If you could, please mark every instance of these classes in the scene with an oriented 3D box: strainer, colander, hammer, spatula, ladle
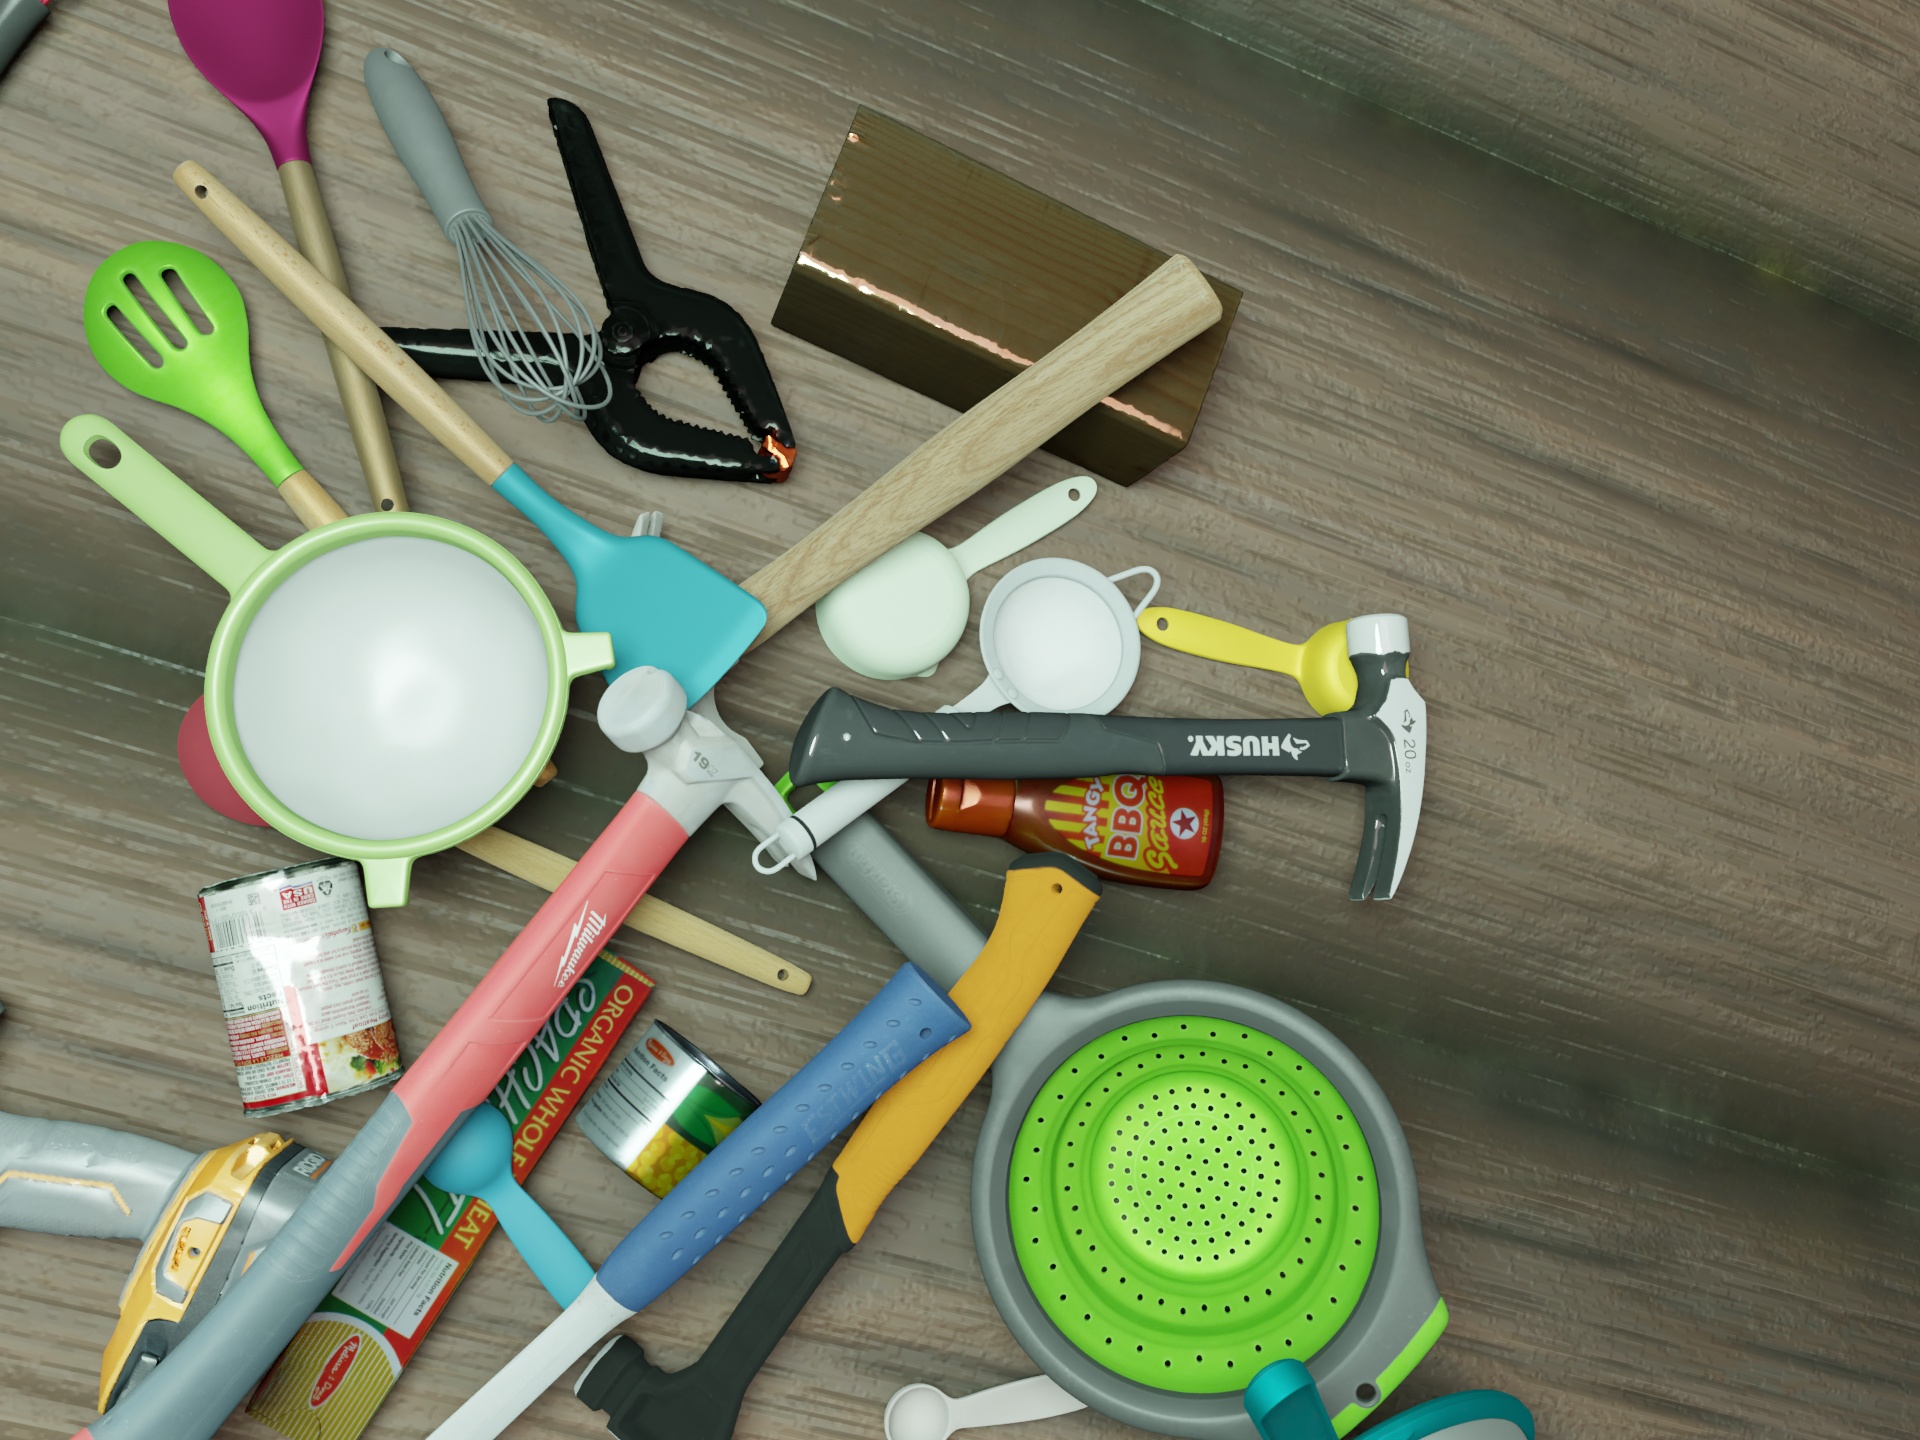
[{"bbox_3d":[-0.001,-0.002,0.778,0.258,0.050,0.087,-36,92,-27],"label":"strainer"},{"bbox_3d":[-0.287,-0.044,0.706,0.256,0.069,0.151,38,80,3],"label":"strainer"},{"bbox_3d":[0.056,0.169,0.784,0.204,0.094,0.397,-45,79,2],"label":"colander"},{"bbox_3d":[-0.025,-0.107,0.745,0.331,0.031,0.130,-35,94,9],"label":"hammer"},{"bbox_3d":[0.081,0.018,0.768,0.334,0.035,0.146,0,83,-22],"label":"hammer"},{"bbox_3d":[0.189,0.378,0.693,0.211,0.095,0.340,-33,134,-7],"label":"strainer"},{"bbox_3d":[-0.210,0.165,0.669,0.386,0.038,0.143,-53,136,-19],"label":"hammer"},{"bbox_3d":[-0.034,0.208,0.728,0.127,0.034,0.337,34,90,12],"label":"hammer"},{"bbox_3d":[-0.225,-0.129,0.710,0.082,0.044,0.317,-45,102,5],"label":"spatula"},{"bbox_3d":[-0.161,0.253,0.690,0.405,0.035,0.144,-43,110,-1],"label":"hammer"},{"bbox_3d":[-0.213,0.064,0.751,0.315,0.031,0.069,26,78,-12],"label":"ladle"}]

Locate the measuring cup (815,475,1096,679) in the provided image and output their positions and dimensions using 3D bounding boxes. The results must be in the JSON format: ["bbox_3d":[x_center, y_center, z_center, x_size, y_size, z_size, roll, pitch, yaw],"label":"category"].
[{"bbox_3d":[0.005,-0.083,0.807,0.167,0.038,0.083,-32,94,-12],"label":"measuring cup"}]

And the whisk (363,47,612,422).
[{"bbox_3d":[-0.222,-0.226,0.726,0.055,0.055,0.239,-26,68,-14],"label":"whisk"}]

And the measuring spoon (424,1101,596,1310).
[{"bbox_3d":[-0.196,0.226,0.712,0.042,0.021,0.128,-38,95,-14],"label":"measuring spoon"}]

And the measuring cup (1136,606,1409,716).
[{"bbox_3d":[0.169,-0.038,0.849,0.156,0.029,0.062,13,83,-15],"label":"measuring cup"}]

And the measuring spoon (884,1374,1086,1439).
[{"bbox_3d":[0.019,0.340,0.796,0.124,0.018,0.034,-1,86,-21],"label":"measuring spoon"}]

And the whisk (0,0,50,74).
[{"bbox_3d":[-0.409,-0.343,0.716,0.073,0.073,0.296,36,84,-9],"label":"whisk"}]

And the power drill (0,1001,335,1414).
[{"bbox_3d":[-0.400,0.224,0.666,0.226,0.084,0.185,26,82,-7],"label":"power drill"}]

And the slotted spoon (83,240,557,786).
[{"bbox_3d":[-0.293,-0.093,0.742,0.070,0.031,0.313,-39,97,-8],"label":"slotted spoon"}]

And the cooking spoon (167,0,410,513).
[{"bbox_3d":[-0.302,-0.232,0.737,0.068,0.017,0.319,-17,82,-9],"label":"cooking spoon"}]
